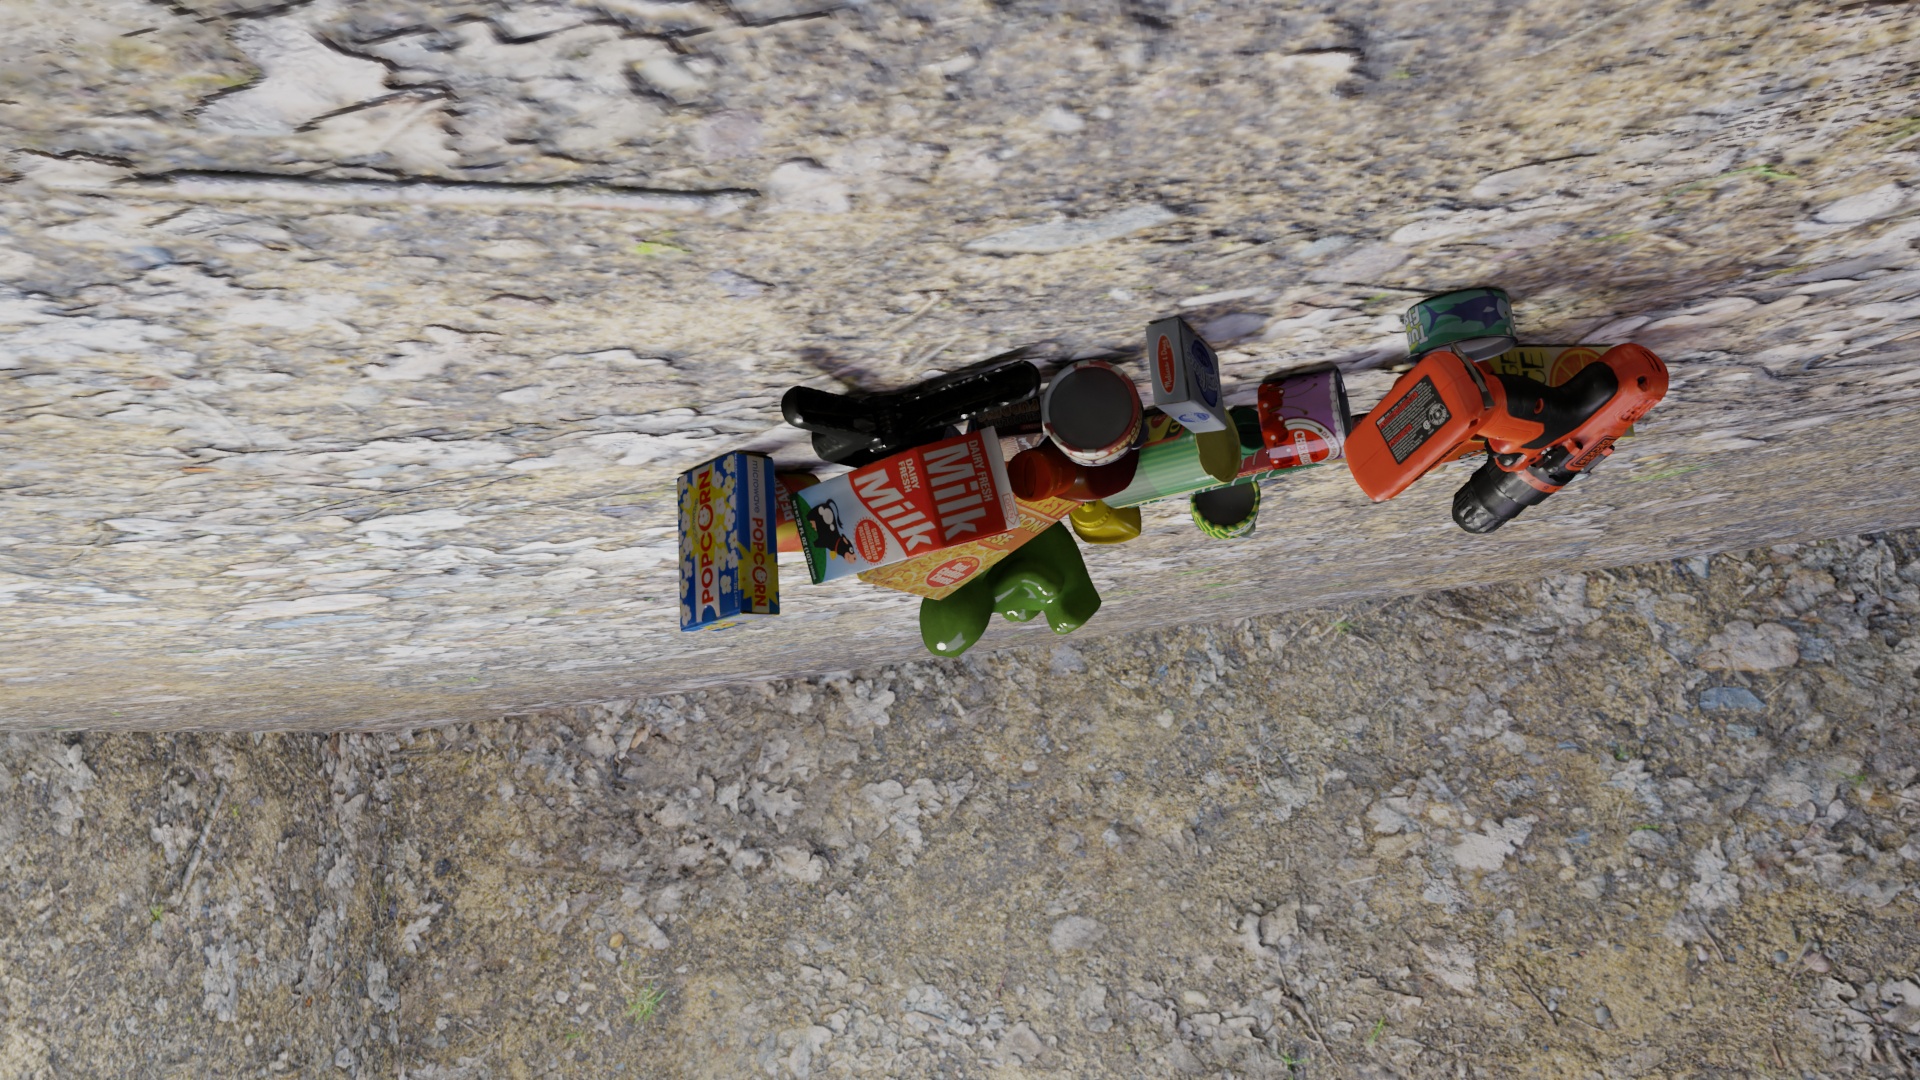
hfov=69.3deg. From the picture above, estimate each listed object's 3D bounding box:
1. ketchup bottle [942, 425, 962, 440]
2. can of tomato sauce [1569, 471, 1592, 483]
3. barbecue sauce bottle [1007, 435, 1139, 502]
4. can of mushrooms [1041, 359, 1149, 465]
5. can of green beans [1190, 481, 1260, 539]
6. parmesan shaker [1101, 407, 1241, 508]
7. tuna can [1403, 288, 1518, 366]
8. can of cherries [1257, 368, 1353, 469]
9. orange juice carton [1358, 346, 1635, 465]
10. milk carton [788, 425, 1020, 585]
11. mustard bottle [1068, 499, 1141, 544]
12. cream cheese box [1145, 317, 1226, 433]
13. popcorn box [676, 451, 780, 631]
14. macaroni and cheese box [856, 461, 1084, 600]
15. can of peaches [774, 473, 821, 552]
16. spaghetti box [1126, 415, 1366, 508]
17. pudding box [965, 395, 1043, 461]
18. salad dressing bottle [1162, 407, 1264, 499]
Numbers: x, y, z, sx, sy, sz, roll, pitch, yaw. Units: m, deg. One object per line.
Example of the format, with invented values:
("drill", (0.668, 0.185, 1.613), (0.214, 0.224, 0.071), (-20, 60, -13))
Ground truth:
("ketchup bottle", (-0.046, -0.047, 1.084), (0.043, 0.065, 0.148), (20, 150, -24))
("can of tomato sauce", (0.471, -0.087, 1.135), (0.071, 0.083, 0.071), (-6, 170, -1))
("barbecue sauce bottle", (0.082, -0.056, 0.999), (0.043, 0.064, 0.149), (6, -167, 28))
("can of mushrooms", (0.090, -0.084, 0.922), (0.071, 0.071, 0.033), (-9, 168, 11))
("can of green beans", (0.253, -0.038, 1.330), (0.071, 0.071, 0.058), (-8, 170, 8))
("parmesan shaker", (0.156, -0.065, 1.084), (0.103, 0.071, 0.071), (-14, 168, 39))
("tuna can", (0.317, -0.135, 0.890), (0.071, 0.033, 0.071), (-7, 170, -1))
("can of cherries", (0.254, -0.087, 1.020), (0.058, 0.071, 0.071), (-10, 170, 22))
("orange juice carton", (0.397, -0.100, 1.036), (0.193, 0.073, 0.071), (-3, 170, -20))
("milk carton", (-0.031, -0.024, 0.979), (0.074, 0.072, 0.190), (-14, 178, -44))
("mustard bottle", (0.136, -0.028, 1.357), (0.065, 0.049, 0.160), (-9, 170, 15))
("cream cheese box", (0.146, -0.104, 0.891), (0.024, 0.053, 0.104), (-9, 171, 22))
("popcorn box", (-0.180, 0.002, 1.071), (0.038, 0.127, 0.085), (8, 162, -43))
("macaroni and cheese box", (0.004, -0.015, 1.181), (0.166, 0.040, 0.124), (-35, 153, 23))
("can of peaches", (-0.146, -0.024, 1.132), (0.058, 0.071, 0.071), (-1, 169, -29))
("spaghetti box", (0.250, -0.069, 1.255), (0.249, 0.029, 0.050), (-12, 168, 30))
("pudding box", (0.031, -0.080, 1.021), (0.050, 0.030, 0.083), (-6, 170, -5))
("salad dressing bottle", (0.204, -0.072, 1.160), (0.064, 0.044, 0.147), (-1, 168, -20))
